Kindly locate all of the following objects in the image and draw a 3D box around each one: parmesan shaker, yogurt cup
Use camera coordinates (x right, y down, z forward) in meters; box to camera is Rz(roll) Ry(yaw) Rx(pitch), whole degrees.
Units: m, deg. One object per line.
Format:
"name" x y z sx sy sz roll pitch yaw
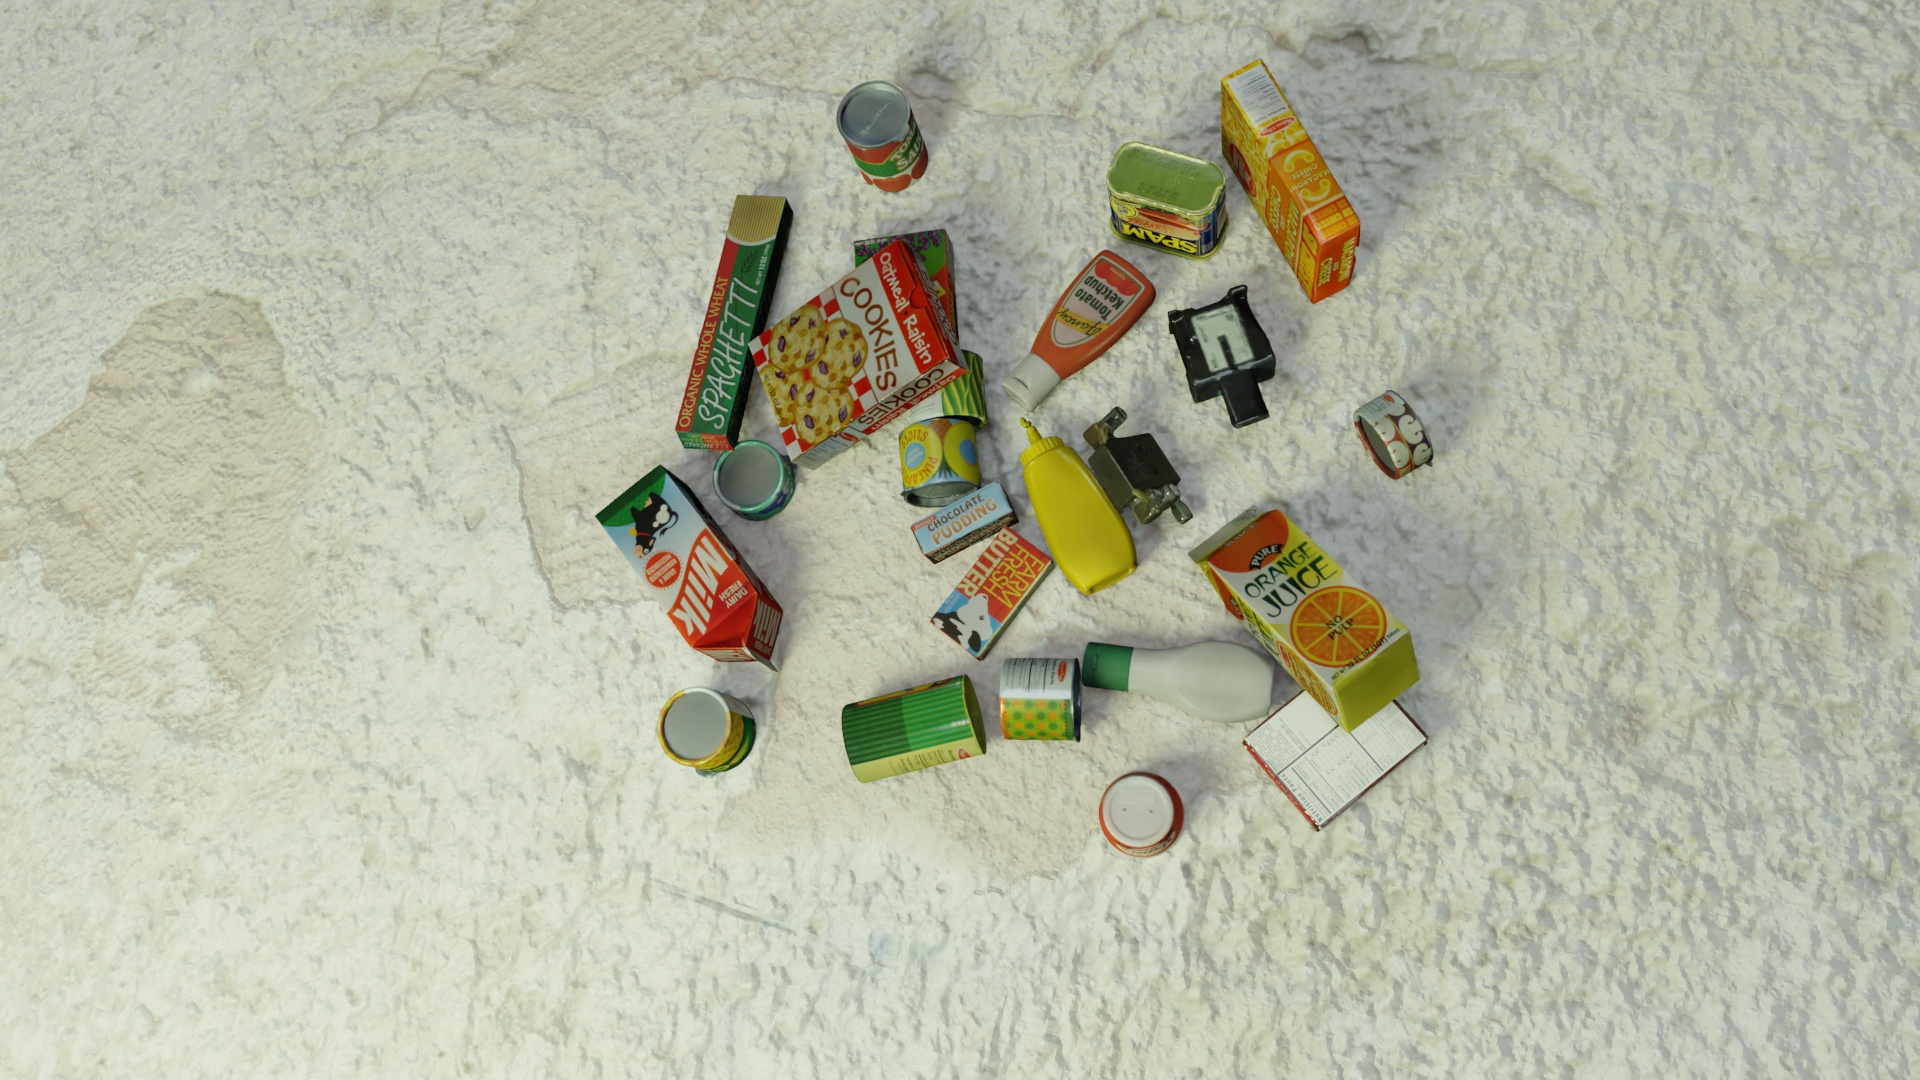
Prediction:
"parmesan shaker" -0.038 0.150 1.110 0.103 0.071 0.071 -14 74 7
"yogurt cup" 0.138 0.210 1.072 0.072 0.054 0.072 -2 75 9

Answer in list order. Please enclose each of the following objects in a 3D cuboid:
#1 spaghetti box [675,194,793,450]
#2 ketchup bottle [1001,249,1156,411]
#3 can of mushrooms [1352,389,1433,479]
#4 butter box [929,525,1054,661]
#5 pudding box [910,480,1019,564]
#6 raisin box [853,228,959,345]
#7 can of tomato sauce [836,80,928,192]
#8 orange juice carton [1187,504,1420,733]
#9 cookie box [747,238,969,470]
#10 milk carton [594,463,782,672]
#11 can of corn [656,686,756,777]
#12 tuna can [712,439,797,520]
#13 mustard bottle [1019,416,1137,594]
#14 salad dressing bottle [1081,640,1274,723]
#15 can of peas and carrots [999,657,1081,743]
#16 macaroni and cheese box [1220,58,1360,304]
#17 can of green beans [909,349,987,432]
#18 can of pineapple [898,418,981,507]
"spaghetti box" -0.199 -0.197 1.236 0.050 0.028 0.251 5 68 12
"ketchup bottle" 0.097 -0.175 1.186 0.065 0.043 0.149 41 86 17
"can of mushrooms" 0.345 -0.082 1.105 0.033 0.071 0.071 -31 73 2
"butter box" 0.027 0.043 1.151 0.053 0.024 0.103 36 85 16
"pudding box" 0.004 -0.015 1.157 0.084 0.049 0.030 -27 74 3
"raisin box" -0.048 -0.206 1.223 0.086 0.040 0.123 -6 73 8
"can of tomato sauce" -0.067 -0.359 1.243 0.071 0.083 0.071 -2 76 10
"orange juice carton" 0.256 0.047 1.063 0.072 0.072 0.193 -36 49 -3
"cookie box" -0.088 -0.155 1.166 0.167 0.040 0.123 -31 67 20
"milk carton" -0.218 0.034 1.173 0.073 0.072 0.191 -39 73 -1
"can of corn" -0.210 0.159 1.146 0.071 0.058 0.071 -3 75 10
"tuna can" -0.178 -0.054 1.210 0.071 0.032 0.071 -3 76 10
"mustard bottle" 0.089 -0.036 1.148 0.065 0.048 0.160 -26 72 2
"salad dressing bottle" 0.172 0.107 1.099 0.148 0.044 0.064 7 79 13
"can of peas and carrots" 0.065 0.128 1.102 0.059 0.071 0.071 -1 76 11
"macaroni and cheese box" 0.270 -0.293 1.143 0.040 0.123 0.167 -27 73 4
"can of green beans" -0.011 -0.124 1.180 0.071 0.071 0.058 -7 76 9
"can of pineapple" -0.019 -0.065 1.164 0.071 0.071 0.058 -9 74 8
